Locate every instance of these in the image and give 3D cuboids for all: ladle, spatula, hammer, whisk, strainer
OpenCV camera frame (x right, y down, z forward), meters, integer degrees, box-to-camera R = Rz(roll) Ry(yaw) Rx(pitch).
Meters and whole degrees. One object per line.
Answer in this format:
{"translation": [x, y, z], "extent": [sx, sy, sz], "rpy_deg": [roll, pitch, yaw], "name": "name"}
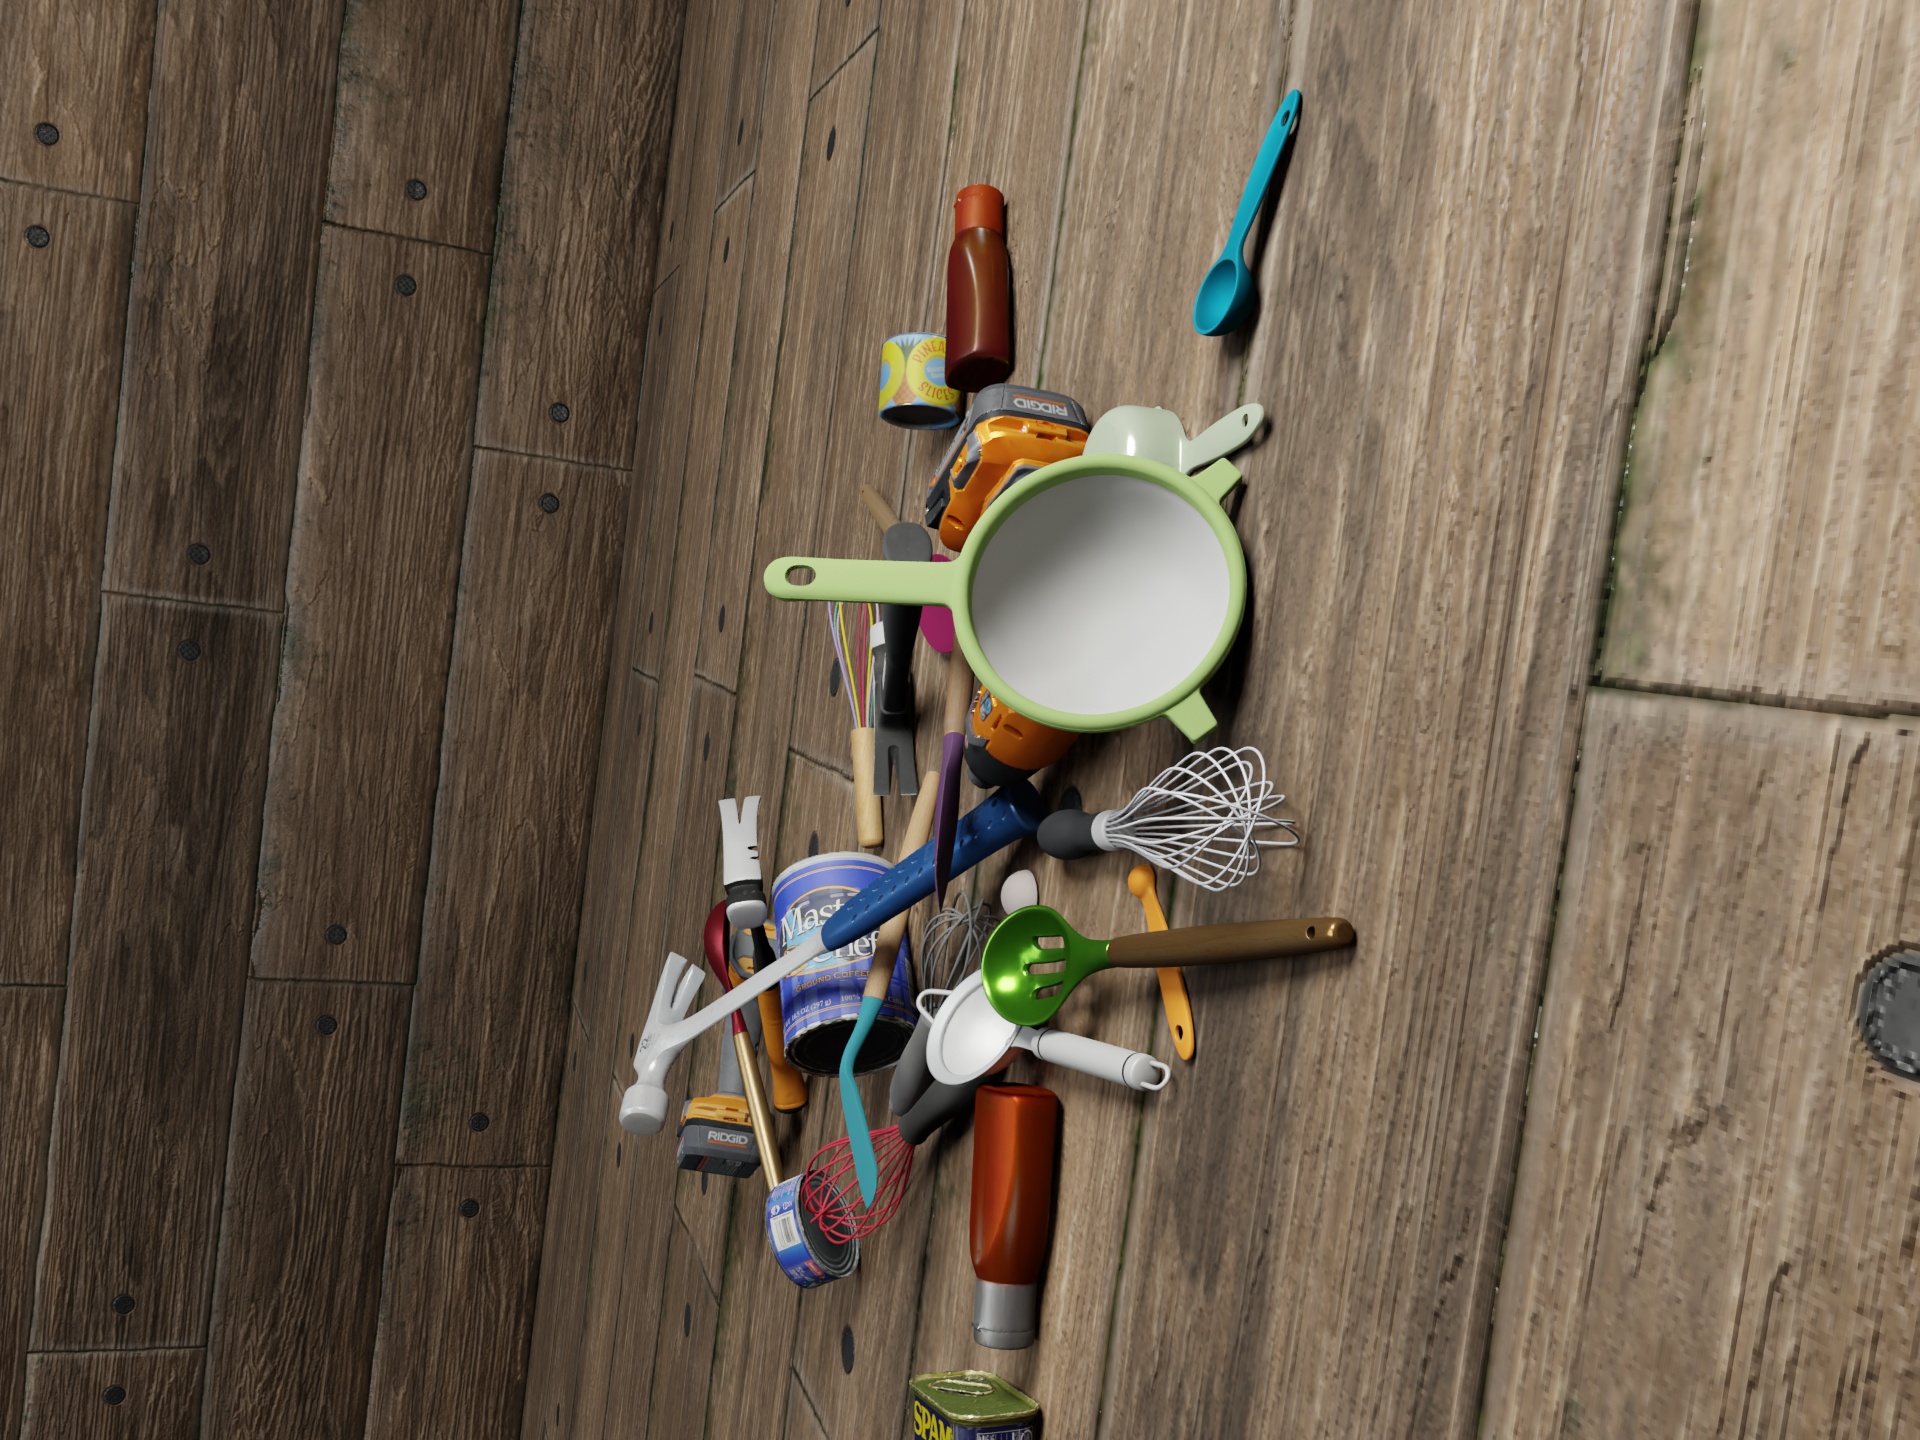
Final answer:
{"translation": [-0.186, 0.300, 1.393], "extent": [0.069, 0.031, 0.316], "rpy_deg": [93, 161, -57], "name": "ladle"}
{"translation": [-0.002, -0.003, 1.049], "extent": [0.316, 0.018, 0.059], "rpy_deg": [-84, -8, -46], "name": "spatula"}
{"translation": [-0.163, 0.218, 1.347], "extent": [0.127, 0.034, 0.336], "rpy_deg": [-102, 7, -47], "name": "hammer"}
{"translation": [-0.080, -0.011, 1.352], "extent": [0.047, 0.051, 0.245], "rpy_deg": [91, 175, -73], "name": "whisk"}
{"translation": [-0.098, 0.150, 1.108], "extent": [0.405, 0.035, 0.144], "rpy_deg": [-36, 31, 30], "name": "hammer"}
{"translation": [0.024, -0.062, 0.847], "extent": [0.069, 0.256, 0.151], "rpy_deg": [51, -135, -68], "name": "strainer"}
{"translation": [-0.045, 0.177, 1.124], "extent": [0.082, 0.044, 0.318], "rpy_deg": [106, 179, -61], "name": "spatula"}
{"translation": [-0.041, 0.298, 1.127], "extent": [0.295, 0.073, 0.073], "rpy_deg": [-53, 36, 43], "name": "whisk"}
{"translation": [-0.044, -0.051, 1.129], "extent": [0.334, 0.035, 0.146], "rpy_deg": [104, 164, -72], "name": "hammer"}
{"translation": [-0.018, 0.204, 1.102], "extent": [0.055, 0.055, 0.238], "rpy_deg": [-104, 24, -44], "name": "whisk"}
{"translation": [0.048, 0.190, 0.929], "extent": [0.087, 0.050, 0.258], "rpy_deg": [-57, 21, -17], "name": "strainer"}
{"translation": [0.094, 0.057, 0.835], "extent": [0.284, 0.070, 0.070], "rpy_deg": [158, 116, -73], "name": "whisk"}

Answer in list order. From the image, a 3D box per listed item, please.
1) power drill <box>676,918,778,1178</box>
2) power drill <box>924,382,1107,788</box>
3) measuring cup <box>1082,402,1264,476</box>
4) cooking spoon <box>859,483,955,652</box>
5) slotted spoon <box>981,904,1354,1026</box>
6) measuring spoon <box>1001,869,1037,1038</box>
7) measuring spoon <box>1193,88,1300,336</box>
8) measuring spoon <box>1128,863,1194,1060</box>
{"translation": [-0.217, 0.321, 1.540], "extent": [0.185, 0.084, 0.226], "rpy_deg": [121, 158, -63], "name": "power drill"}
{"translation": [0.033, -0.074, 0.983], "extent": [0.164, 0.084, 0.227], "rpy_deg": [124, 147, -52], "name": "power drill"}
{"translation": [0.109, -0.146, 0.864], "extent": [0.167, 0.038, 0.083], "rpy_deg": [163, 111, -71], "name": "measuring cup"}
{"translation": [-0.041, -0.138, 1.302], "extent": [0.319, 0.017, 0.068], "rpy_deg": [-122, 43, -58], "name": "cooking spoon"}
{"translation": [0.096, 0.121, 0.820], "extent": [0.314, 0.031, 0.070], "rpy_deg": [-22, 61, 61], "name": "slotted spoon"}
{"translation": [0.031, 0.157, 1.018], "extent": [0.034, 0.018, 0.124], "rpy_deg": [-174, 90, -70], "name": "measuring spoon"}
{"translation": [0.155, -0.258, 0.818], "extent": [0.128, 0.021, 0.042], "rpy_deg": [-70, 22, 11], "name": "measuring spoon"}
{"translation": [0.104, 0.126, 0.839], "extent": [0.021, 0.011, 0.117], "rpy_deg": [118, 151, -45], "name": "measuring spoon"}
